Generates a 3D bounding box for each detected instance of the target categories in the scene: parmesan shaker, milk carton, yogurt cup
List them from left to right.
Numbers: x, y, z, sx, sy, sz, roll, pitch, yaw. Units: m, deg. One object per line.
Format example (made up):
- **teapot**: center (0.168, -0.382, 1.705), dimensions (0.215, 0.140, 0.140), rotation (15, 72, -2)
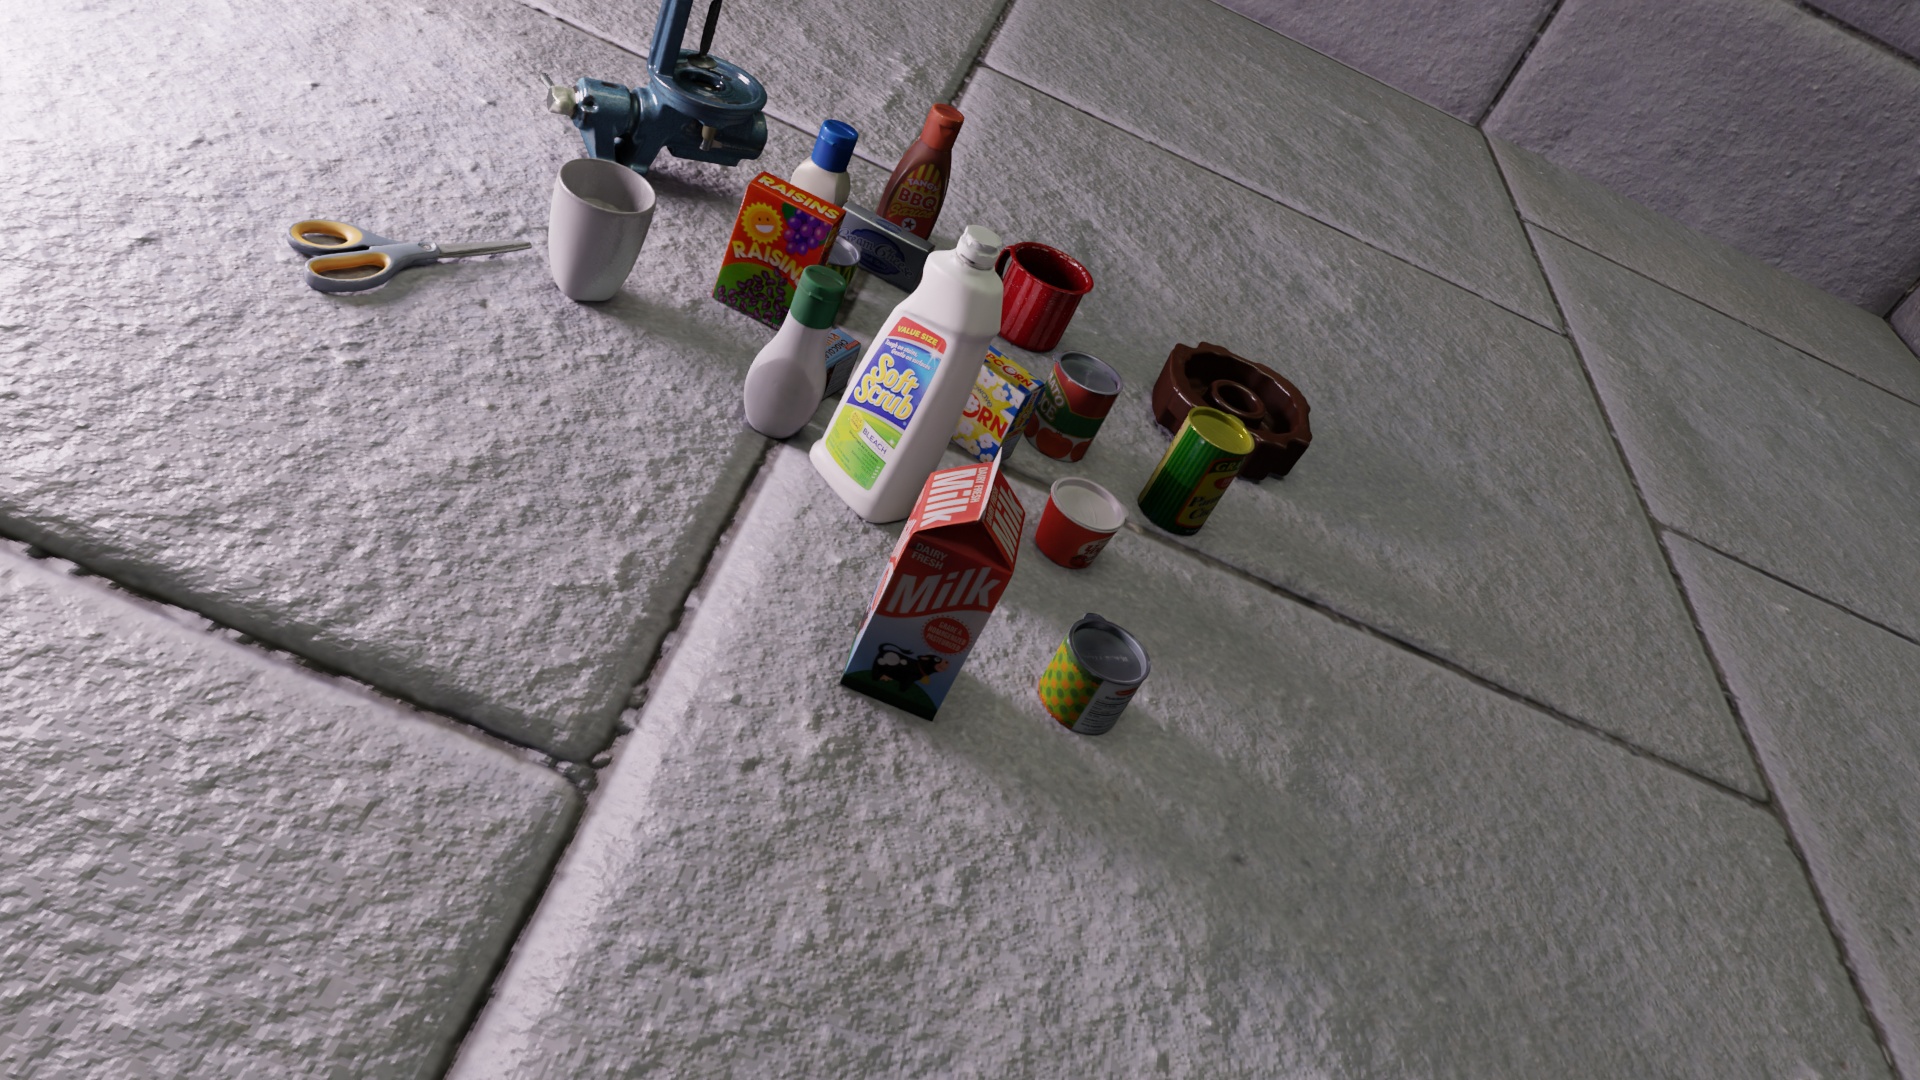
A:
- **milk carton**: center (-0.013, 0.026, 0.940), dimensions (0.073, 0.189, 0.073), rotation (23, 35, -6)
- **yogurt cup**: center (0.098, -0.013, 1.178), dimensions (0.072, 0.053, 0.073), rotation (17, 36, -13)
- **parmesan shaker**: center (0.217, -0.063, 1.274), dimensions (0.071, 0.102, 0.072), rotation (17, 36, -13)

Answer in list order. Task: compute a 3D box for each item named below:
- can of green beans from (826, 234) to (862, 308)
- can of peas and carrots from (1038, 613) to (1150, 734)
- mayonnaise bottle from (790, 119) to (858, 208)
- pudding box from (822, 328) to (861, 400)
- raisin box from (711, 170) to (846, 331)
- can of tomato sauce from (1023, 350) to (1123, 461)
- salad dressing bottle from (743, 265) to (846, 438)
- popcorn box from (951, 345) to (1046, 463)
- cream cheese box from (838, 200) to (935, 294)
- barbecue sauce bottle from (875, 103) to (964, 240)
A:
- **can of green beans**: center (-0.136, -0.259, 1.334), dimensions (0.071, 0.057, 0.071), rotation (17, 36, -13)
- **can of peas and carrots**: center (0.098, 0.099, 1.032), dimensions (0.071, 0.058, 0.071), rotation (17, 36, -13)
- **mayonnaise bottle**: center (-0.139, -0.335, 1.350), dimensions (0.065, 0.147, 0.041), rotation (32, 35, 7)
- **pudding box**: center (-0.124, -0.148, 1.209), dimensions (0.030, 0.049, 0.084), rotation (34, 36, 10)
- **raisin box**: center (-0.165, -0.259, 1.260), dimensions (0.086, 0.122, 0.040), rotation (27, 35, 0)
- **can of tomato sauce**: center (0.103, -0.125, 1.297), dimensions (0.071, 0.082, 0.071), rotation (17, 36, -13)
- **salad dressing bottle**: center (-0.132, -0.152, 1.125), dimensions (0.064, 0.146, 0.044), rotation (24, 35, -5)
- **popcorn box**: center (0.004, -0.138, 1.247), dimensions (0.127, 0.084, 0.038), rotation (38, 36, 15)
- **cream cheese box**: center (-0.083, -0.301, 1.425), dimensions (0.104, 0.053, 0.024), rotation (28, 35, 2)
- **barbecue sauce bottle**: center (-0.039, -0.393, 1.487), dimensions (0.065, 0.147, 0.044), rotation (13, 37, -19)
